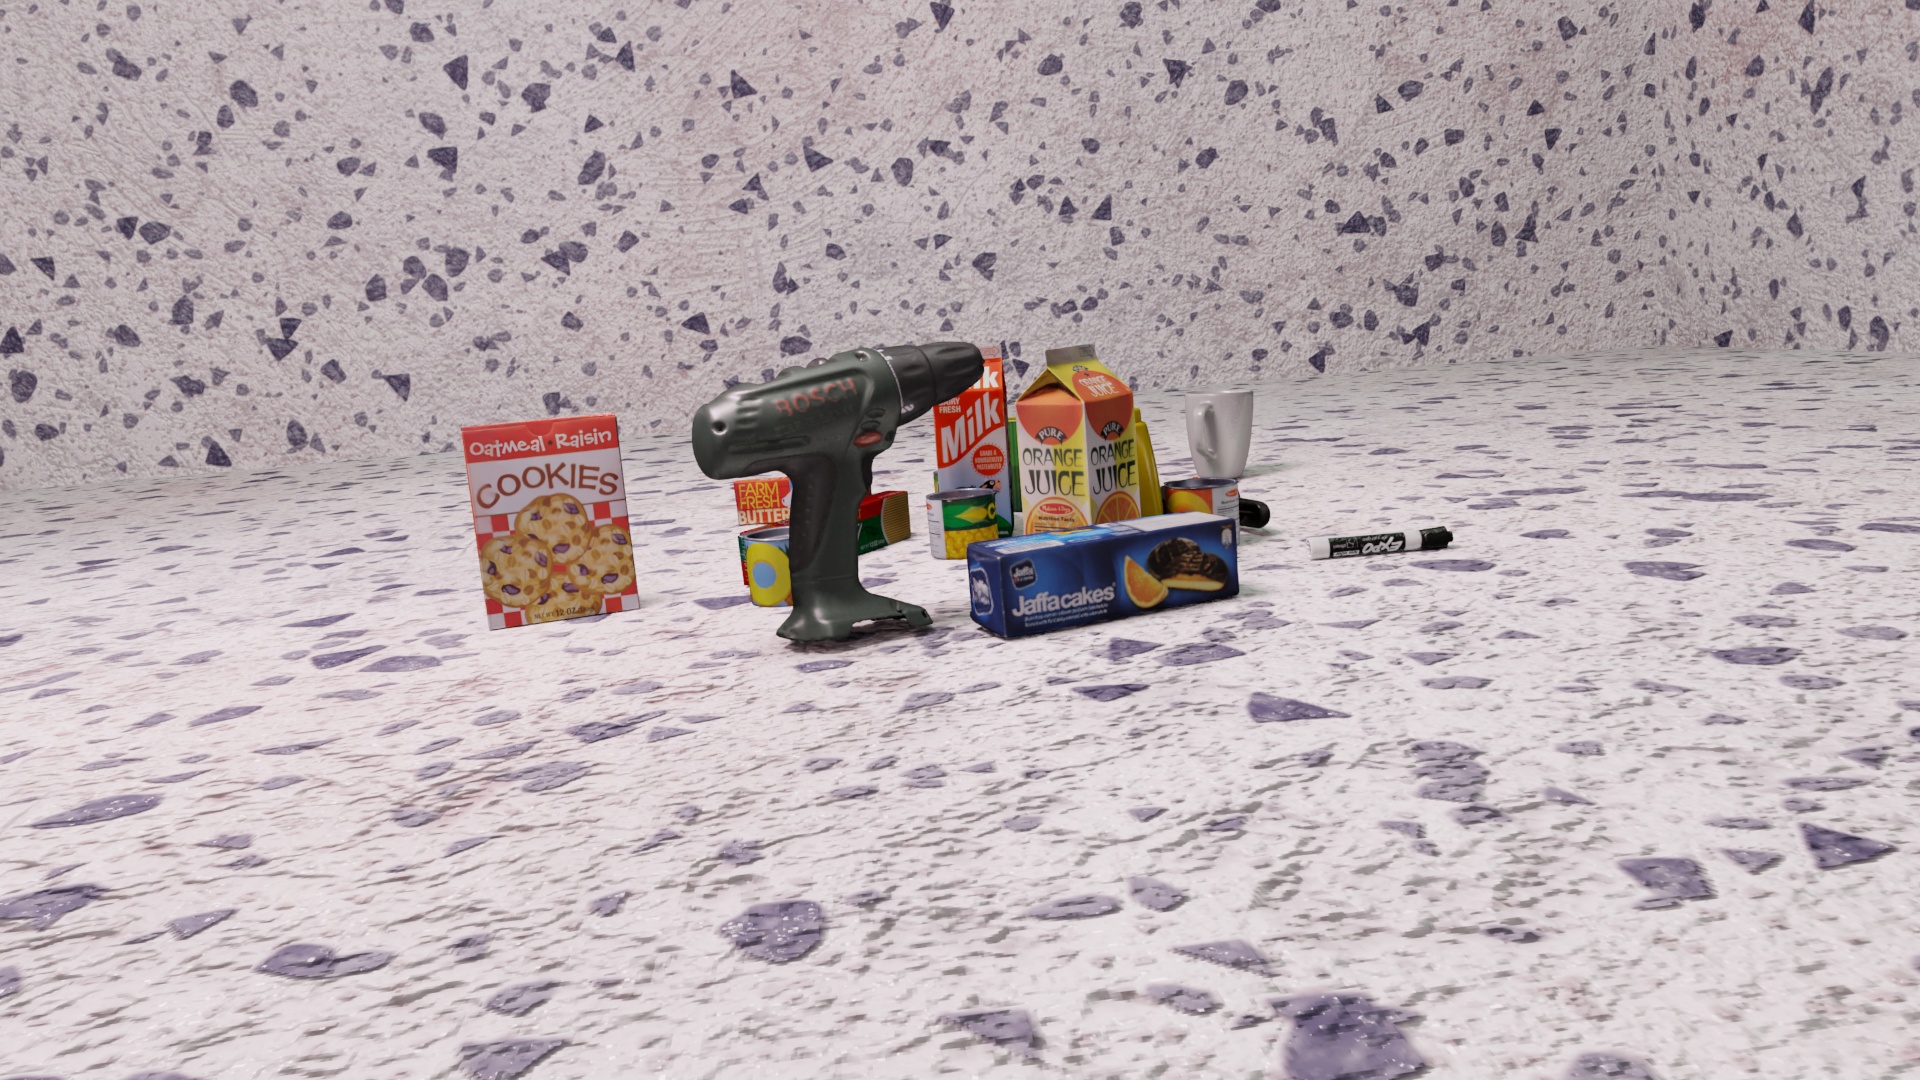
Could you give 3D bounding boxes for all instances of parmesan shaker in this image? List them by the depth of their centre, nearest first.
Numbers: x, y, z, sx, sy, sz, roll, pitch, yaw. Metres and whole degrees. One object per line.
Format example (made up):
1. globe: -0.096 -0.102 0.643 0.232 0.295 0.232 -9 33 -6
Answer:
1. parmesan shaker: 0.081 -0.088 1.562 0.071 0.103 0.071 -5 9 1

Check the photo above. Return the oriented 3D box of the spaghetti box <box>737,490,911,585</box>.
1. spaghetti box: -0.124 -0.005 1.328 0.028 0.050 0.251 0 11 30

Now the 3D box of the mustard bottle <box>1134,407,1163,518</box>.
1. mustard bottle: 0.145 -0.067 1.236 0.065 0.160 0.049 -4 9 5

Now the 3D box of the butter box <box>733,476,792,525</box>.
1. butter box: -0.210 -0.048 1.614 0.103 0.053 0.024 -4 9 7

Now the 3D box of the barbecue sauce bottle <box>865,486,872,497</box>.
1. barbecue sauce bottle: -0.119 -0.080 1.475 0.044 0.148 0.065 -8 10 -20

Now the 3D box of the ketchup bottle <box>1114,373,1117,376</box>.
1. ketchup bottle: 0.151 -0.101 1.466 0.043 0.148 0.065 -6 9 -9

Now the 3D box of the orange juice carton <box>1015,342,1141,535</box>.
1. orange juice carton: 0.097 -0.064 1.141 0.073 0.192 0.072 3 12 41

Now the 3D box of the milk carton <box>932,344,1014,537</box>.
1. milk carton: 0.013 -0.100 1.400 0.072 0.190 0.073 -4 9 5

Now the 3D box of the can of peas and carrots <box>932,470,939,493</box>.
1. can of peas and carrots: 0.004 -0.047 1.490 0.071 0.058 0.071 -5 9 1

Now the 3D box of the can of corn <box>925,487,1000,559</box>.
1. can of corn: 0.005 -0.016 1.309 0.071 0.058 0.071 -5 9 1

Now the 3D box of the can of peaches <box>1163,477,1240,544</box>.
1. can of peaches: 0.216 -0.024 1.253 0.071 0.058 0.071 -5 9 1

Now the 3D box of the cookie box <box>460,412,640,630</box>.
1. cookie box: -0.340 -0.018 1.155 0.123 0.167 0.040 -8 9 -19

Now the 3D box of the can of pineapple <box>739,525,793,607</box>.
1. can of pineapple: -0.147 0.021 1.161 0.071 0.057 0.071 -5 9 1
